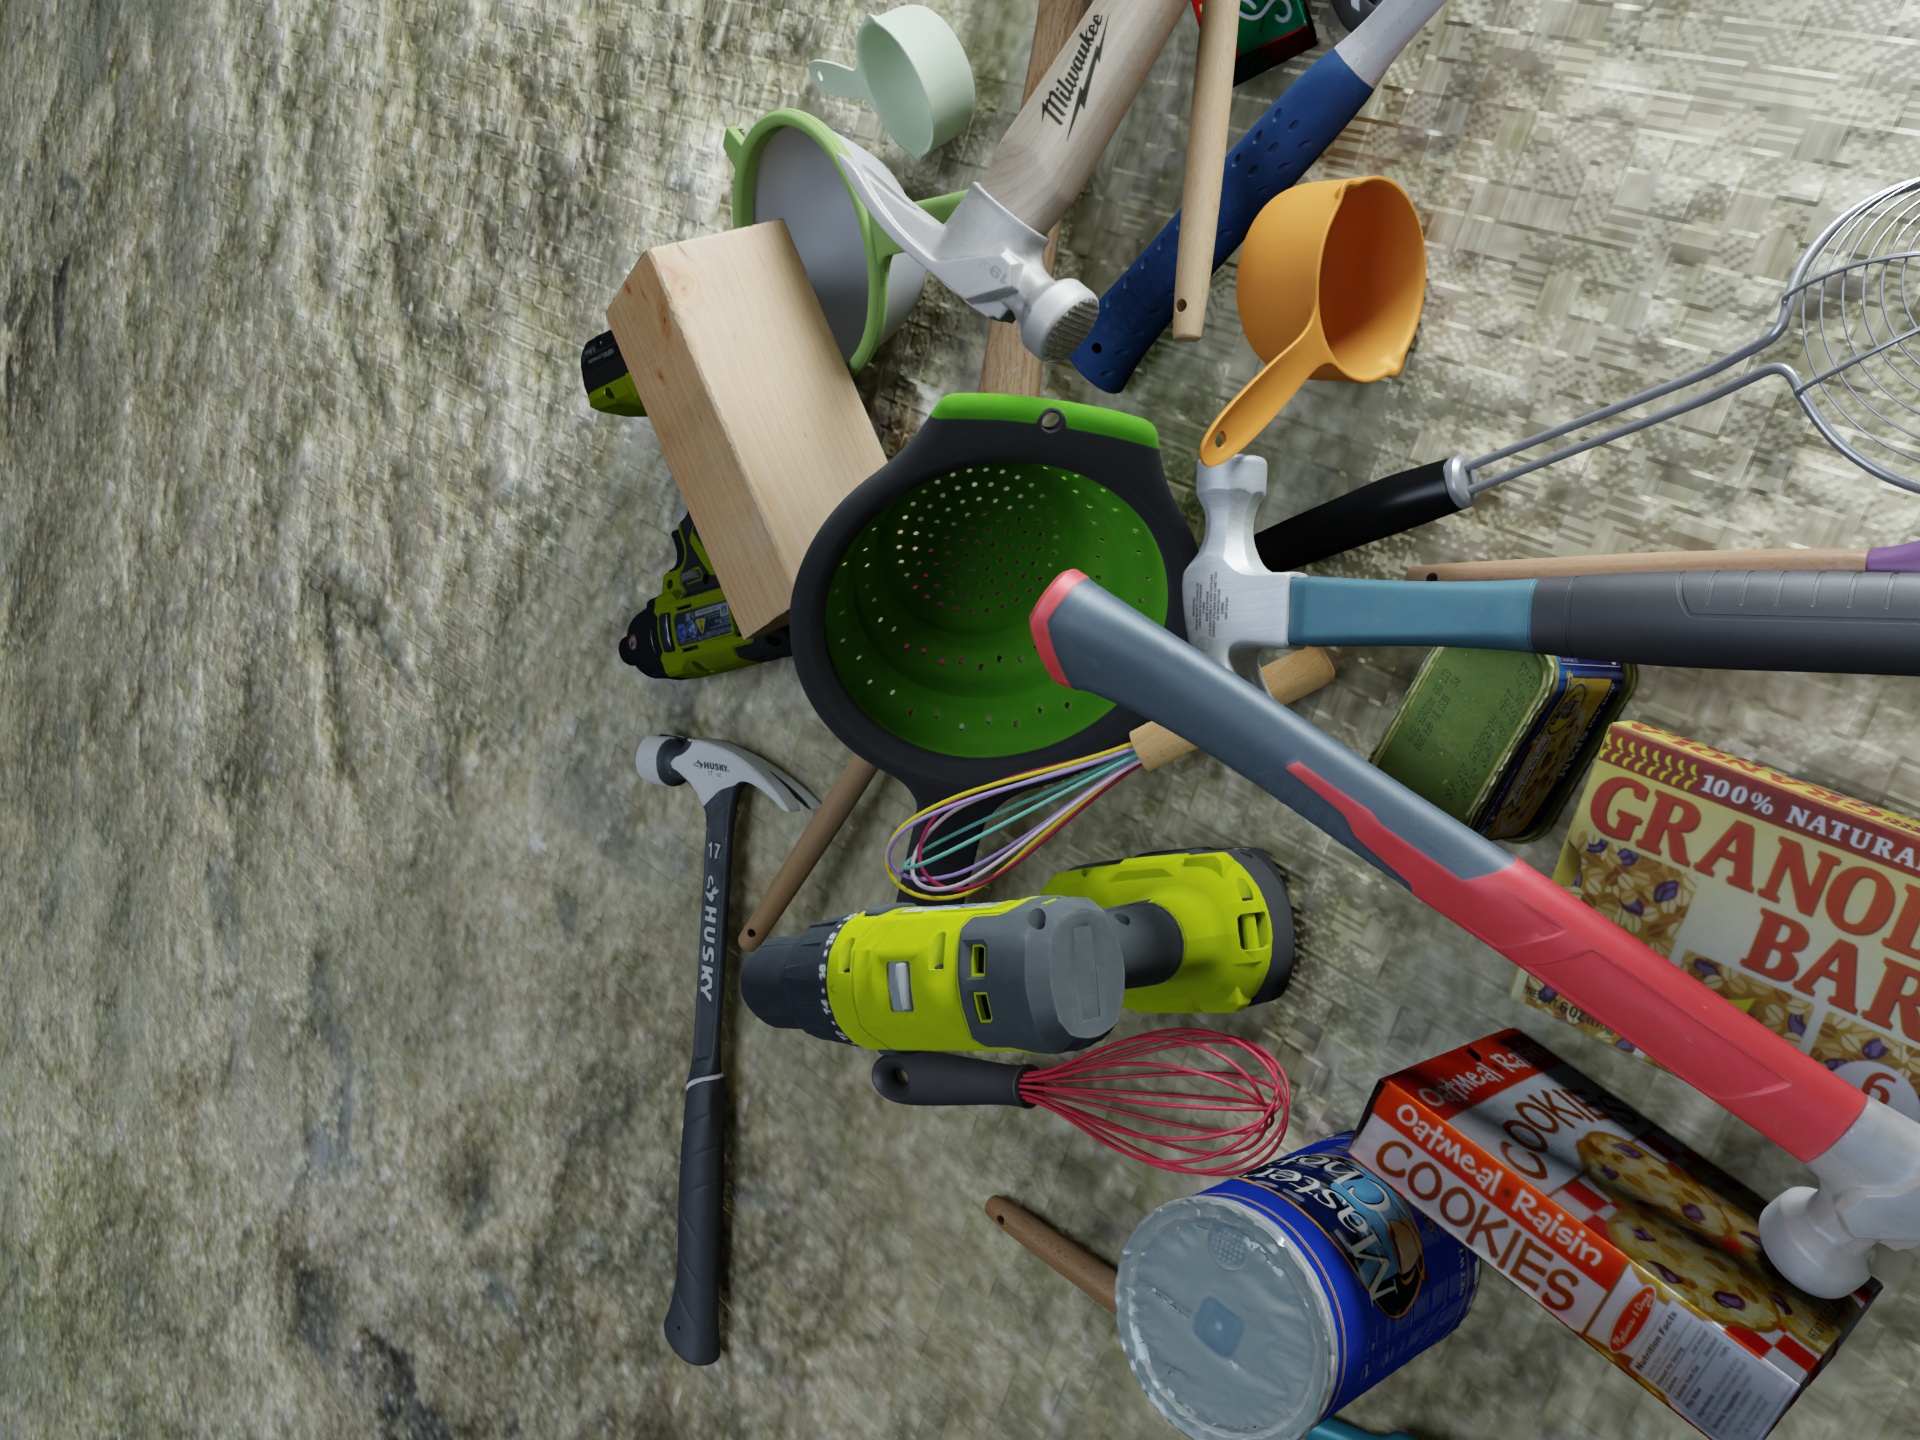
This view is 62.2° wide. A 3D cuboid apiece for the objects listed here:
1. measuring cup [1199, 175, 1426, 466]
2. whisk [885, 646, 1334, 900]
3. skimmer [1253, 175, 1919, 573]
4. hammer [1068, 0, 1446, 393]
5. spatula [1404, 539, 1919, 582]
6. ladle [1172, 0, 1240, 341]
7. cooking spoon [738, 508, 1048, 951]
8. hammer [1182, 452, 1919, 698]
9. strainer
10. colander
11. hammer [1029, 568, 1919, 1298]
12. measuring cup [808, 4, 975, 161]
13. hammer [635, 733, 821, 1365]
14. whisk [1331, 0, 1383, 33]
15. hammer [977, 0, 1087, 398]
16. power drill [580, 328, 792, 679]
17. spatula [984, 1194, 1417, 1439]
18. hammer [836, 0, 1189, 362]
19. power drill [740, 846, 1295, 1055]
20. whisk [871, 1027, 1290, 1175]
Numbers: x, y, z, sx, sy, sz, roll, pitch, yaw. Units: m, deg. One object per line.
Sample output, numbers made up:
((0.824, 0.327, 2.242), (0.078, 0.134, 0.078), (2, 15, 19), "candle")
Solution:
((0.137, -0.168, 0.694), (0.052, 0.174, 0.095), (17, 145, 45), "measuring cup")
((0.071, 0.027, 0.785), (0.245, 0.051, 0.047), (-27, 82, 15), "whisk")
((0.275, -0.110, 0.652), (0.363, 0.090, 0.127), (-19, 67, 50), "skimmer")
((0.180, -0.304, 0.708), (0.144, 0.035, 0.405), (47, 126, 1), "hammer")
((0.324, -0.061, 0.617), (0.316, 0.018, 0.060), (1, 87, 40), "spatula")
((0.109, -0.331, 0.703), (0.078, 0.062, 0.320), (7, 92, 46), "ladle")
((-0.048, 0.014, 0.922), (0.069, 0.017, 0.319), (36, 110, 6), "cooking spoon")
((0.225, -0.039, 0.581), (0.331, 0.033, 0.128), (5, 93, 41), "hammer")
((-0.034, -0.268, 0.870), (0.256, 0.069, 0.151), (12, 120, 53), "strainer")
((-0.001, -0.003, 0.852), (0.095, 0.204, 0.396), (-102, 21, -55), "colander")
((0.193, 0.047, 0.585), (0.386, 0.038, 0.143), (36, 131, 15), "hammer")
((-0.043, -0.376, 0.921), (0.168, 0.038, 0.083), (41, 158, 54), "measuring cup")
((-0.161, 0.217, 1.036), (0.149, 0.036, 0.409), (7, 95, 40), "hammer")
((0.160, -0.431, 0.740), (0.055, 0.055, 0.239), (-18, 83, 40), "whisk")
((0.044, -0.321, 0.833), (0.130, 0.031, 0.331), (8, 90, 43), "hammer")
((-0.172, -0.140, 1.014), (0.171, 0.080, 0.223), (-10, 87, 41), "power drill")
((0.122, 0.320, 0.783), (0.318, 0.044, 0.082), (24, 110, 40), "spatula")
((0.102, -0.361, 0.666), (0.146, 0.038, 0.410), (43, 113, 18), "hammer")
((0.031, 0.109, 0.736), (0.190, 0.228, 0.080), (-10, 84, 41), "power drill")
((0.050, 0.195, 0.838), (0.296, 0.073, 0.073), (-9, 85, 47), "whisk")
